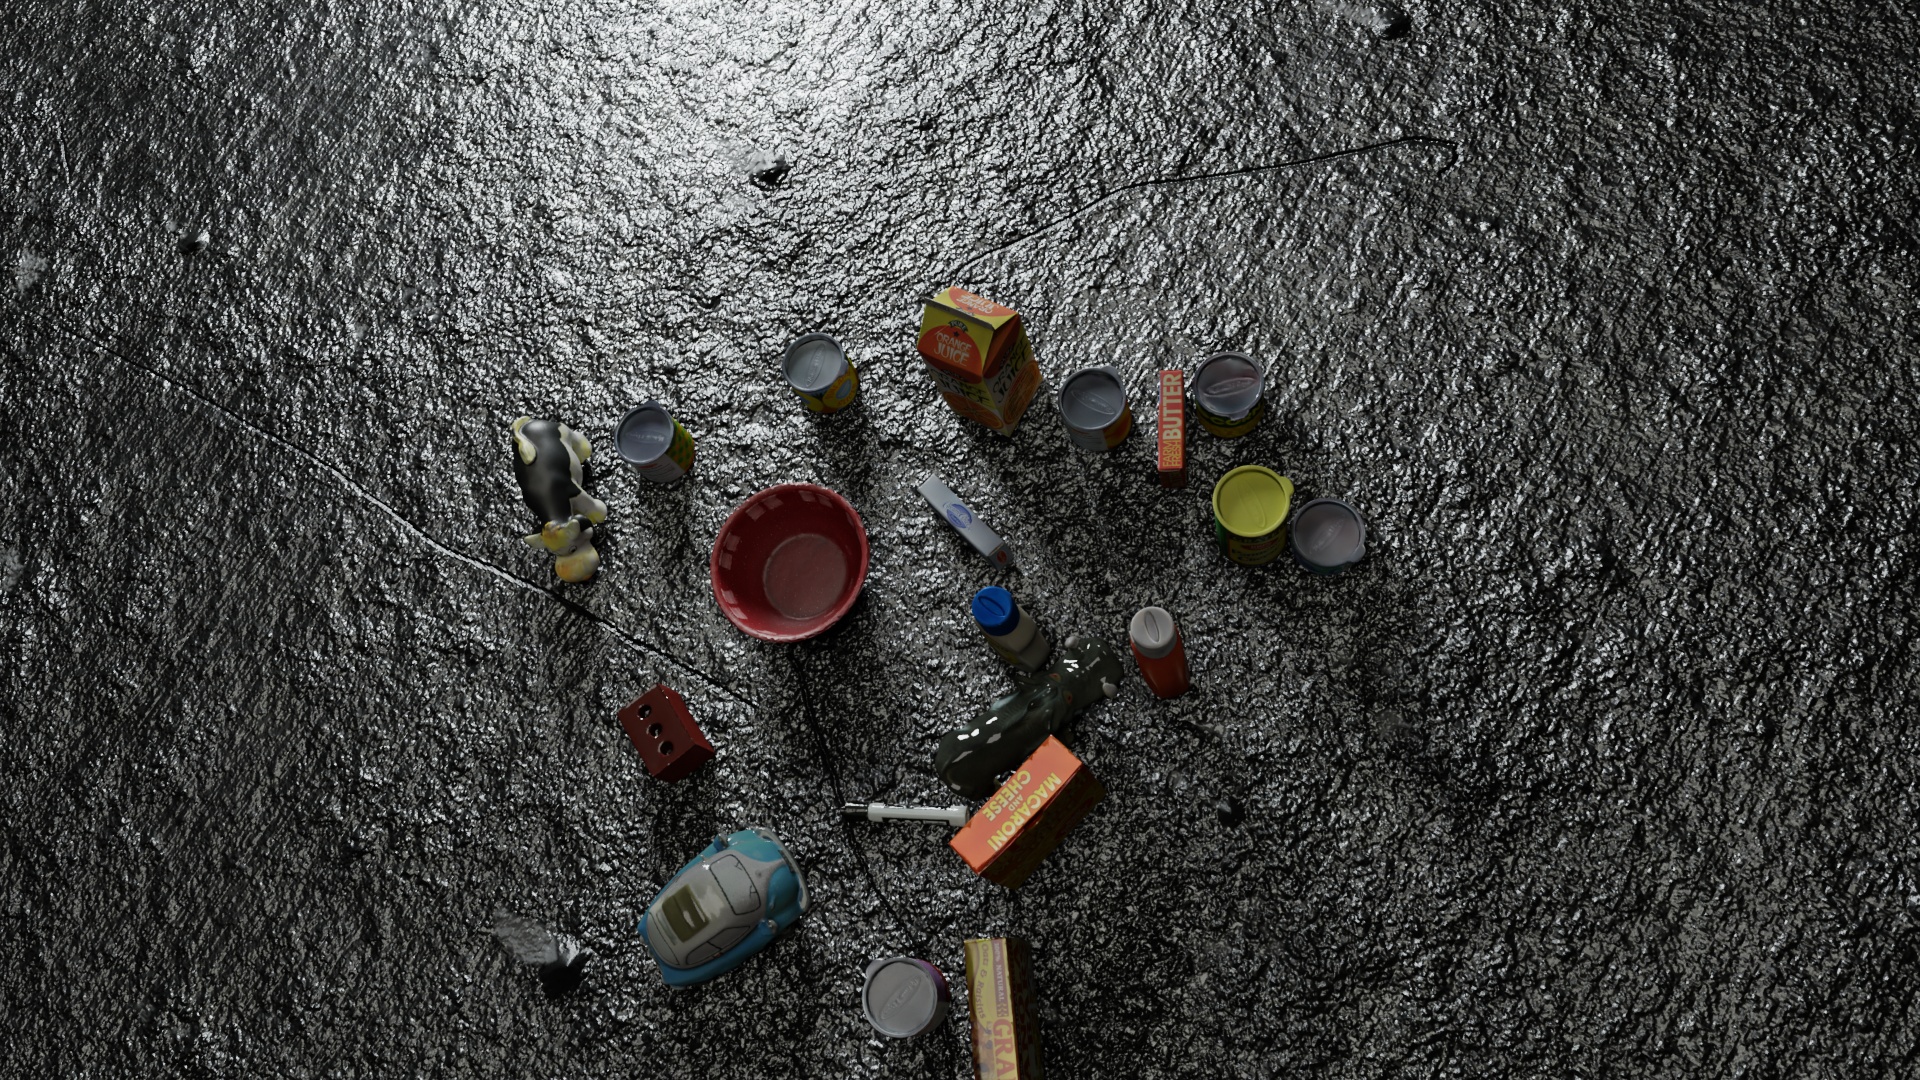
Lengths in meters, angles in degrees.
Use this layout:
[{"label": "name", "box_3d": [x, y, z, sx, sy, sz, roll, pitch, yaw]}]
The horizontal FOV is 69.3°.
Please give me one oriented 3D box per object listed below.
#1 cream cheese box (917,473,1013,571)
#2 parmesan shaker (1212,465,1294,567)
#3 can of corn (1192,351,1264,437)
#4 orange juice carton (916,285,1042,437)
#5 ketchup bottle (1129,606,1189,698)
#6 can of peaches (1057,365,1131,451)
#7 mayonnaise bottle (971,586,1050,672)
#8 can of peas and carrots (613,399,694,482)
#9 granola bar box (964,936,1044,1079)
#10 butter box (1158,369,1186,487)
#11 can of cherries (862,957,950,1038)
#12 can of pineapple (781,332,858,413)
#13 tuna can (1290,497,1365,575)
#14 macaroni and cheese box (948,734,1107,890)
[{"label": "cream cheese box", "box_3d": [0.005, -0.017, 1.339, 0.024, 0.053, 0.104, -44, 69, -4]}, {"label": "parmesan shaker", "box_3d": [0.266, -0.020, 1.256, 0.071, 0.103, 0.071, -4, 72, 11]}, {"label": "can of corn", "box_3d": [0.256, -0.136, 1.321, 0.071, 0.058, 0.071, -4, 71, 11]}, {"label": "orange juice carton", "box_3d": [0.017, -0.175, 1.314, 0.072, 0.192, 0.073, 26, 80, 19]}, {"label": "ketchup bottle", "box_3d": [0.173, 0.094, 1.214, 0.043, 0.148, 0.065, -20, 69, 6]}, {"label": "can of peaches", "box_3d": [0.132, -0.128, 1.346, 0.071, 0.058, 0.071, -4, 71, 11]}, {"label": "mayonnaise bottle", "box_3d": [0.041, 0.078, 1.249, 0.065, 0.147, 0.041, 35, 83, 20]}, {"label": "can of peas and carrots", "box_3d": [-0.315, -0.102, 1.435, 0.071, 0.058, 0.071, -4, 71, 11]}, {"label": "granola bar box", "box_3d": [0.040, 0.416, 1.150, 0.039, 0.124, 0.166, -9, 71, 10]}, {"label": "butter box", "box_3d": [0.203, -0.106, 1.326, 0.024, 0.053, 0.104, -1, 72, 12]}, {"label": "can of cherries", "box_3d": [-0.048, 0.396, 1.211, 0.071, 0.058, 0.071, -4, 71, 11]}, {"label": "can of pineapple", "box_3d": [-0.141, -0.169, 1.420, 0.071, 0.057, 0.071, -4, 71, 11]}, {"label": "tuna can", "box_3d": [0.338, -0.002, 1.272, 0.071, 0.032, 0.071, -4, 71, 11]}, {"label": "macaroni and cheese box", "box_3d": [0.062, 0.235, 1.182, 0.124, 0.166, 0.040, -46, 69, -4]}]
